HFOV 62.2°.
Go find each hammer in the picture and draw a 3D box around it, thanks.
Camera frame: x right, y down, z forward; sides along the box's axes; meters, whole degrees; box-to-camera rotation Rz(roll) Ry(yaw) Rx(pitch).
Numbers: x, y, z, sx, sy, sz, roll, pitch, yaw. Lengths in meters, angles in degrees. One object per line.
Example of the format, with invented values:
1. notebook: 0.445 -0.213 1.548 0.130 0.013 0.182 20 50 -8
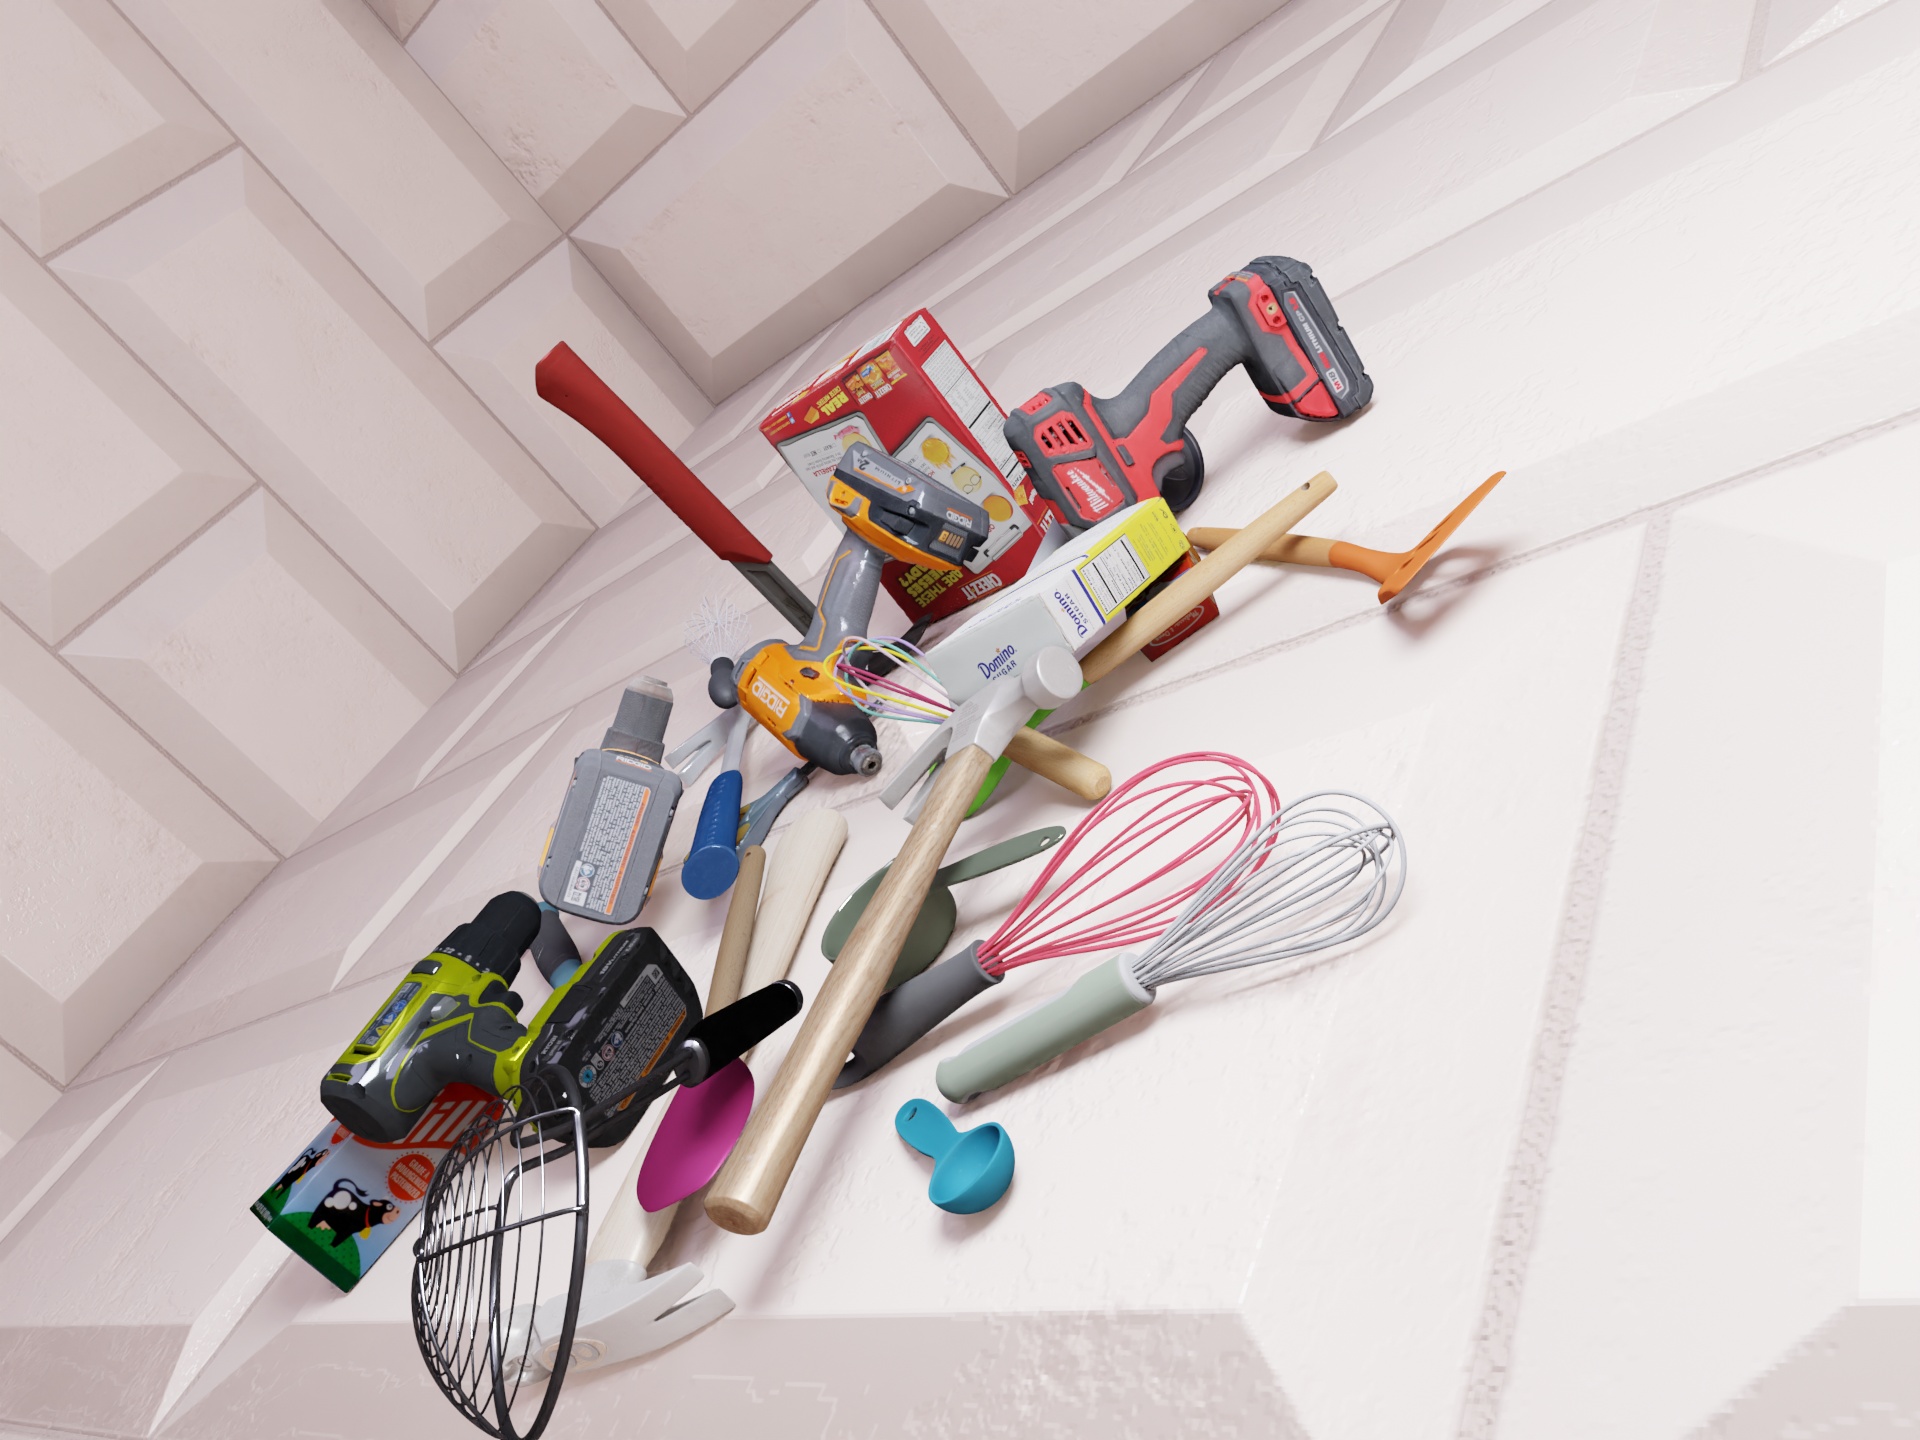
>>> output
1. hammer: -0.189 -0.160 1.257 0.149 0.358 0.037 -32 22 32
2. hammer: -0.127 0.180 0.907 0.146 0.038 0.411 -28 23 29
3. hammer: -0.303 0.191 1.212 0.128 0.033 0.331 -46 20 -11
4. hammer: -0.038 0.101 0.784 0.130 0.031 0.331 -34 21 48
5. hammer: -0.187 0.050 1.252 0.144 0.035 0.406 -39 15 7

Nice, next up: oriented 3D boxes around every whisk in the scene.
1. whisk: -0.223 -0.058 1.482 0.070 0.070 0.285 -40 20 3
2. whisk: -0.003 -0.002 0.948 0.245 0.047 0.051 27 101 45
3. whisk: 0.027 0.105 0.749 0.296 0.073 0.073 -37 19 28
4. whisk: 0.080 0.104 0.671 0.246 0.059 0.057 -35 -19 27

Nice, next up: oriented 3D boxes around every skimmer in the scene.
1. skimmer: -0.116 0.174 0.680 0.363 0.090 0.127 -16 -59 -74

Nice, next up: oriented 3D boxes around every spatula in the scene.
1. spatula: 0.197 -0.102 0.899 0.081 0.041 0.323 -47 19 -5

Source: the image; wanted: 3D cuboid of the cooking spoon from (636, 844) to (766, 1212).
1. cooking spoon: -0.134 0.156 0.892 0.069 0.017 0.319 -30 22 14

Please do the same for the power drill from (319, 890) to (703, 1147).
1. power drill: -0.282 0.187 1.025 0.228 0.080 0.191 -4 39 35

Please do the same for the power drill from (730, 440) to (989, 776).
1. power drill: -0.071 -0.073 1.169 0.164 0.084 0.226 38 104 44

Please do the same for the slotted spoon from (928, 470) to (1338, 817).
1. slotted spoon: 0.092 -0.044 0.940 0.313 0.031 0.070 -39 39 20

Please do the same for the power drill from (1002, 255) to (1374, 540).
1. power drill: 0.152 -0.197 1.056 0.219 0.143 0.079 -34 18 1

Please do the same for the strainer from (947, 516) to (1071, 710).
1. strainer: 0.039 -0.072 1.080 0.259 0.050 0.086 -64 5 -37

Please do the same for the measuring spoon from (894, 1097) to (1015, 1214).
1. measuring spoon: -0.004 0.189 0.698 0.042 0.021 0.128 -46 11 -12

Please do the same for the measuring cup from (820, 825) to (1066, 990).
1. measuring cup: -0.002 0.098 0.851 0.167 0.038 0.083 -26 25 32

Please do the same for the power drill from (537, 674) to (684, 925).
1. power drill: -0.263 0.057 1.232 0.226 0.084 0.185 -167 95 -78
